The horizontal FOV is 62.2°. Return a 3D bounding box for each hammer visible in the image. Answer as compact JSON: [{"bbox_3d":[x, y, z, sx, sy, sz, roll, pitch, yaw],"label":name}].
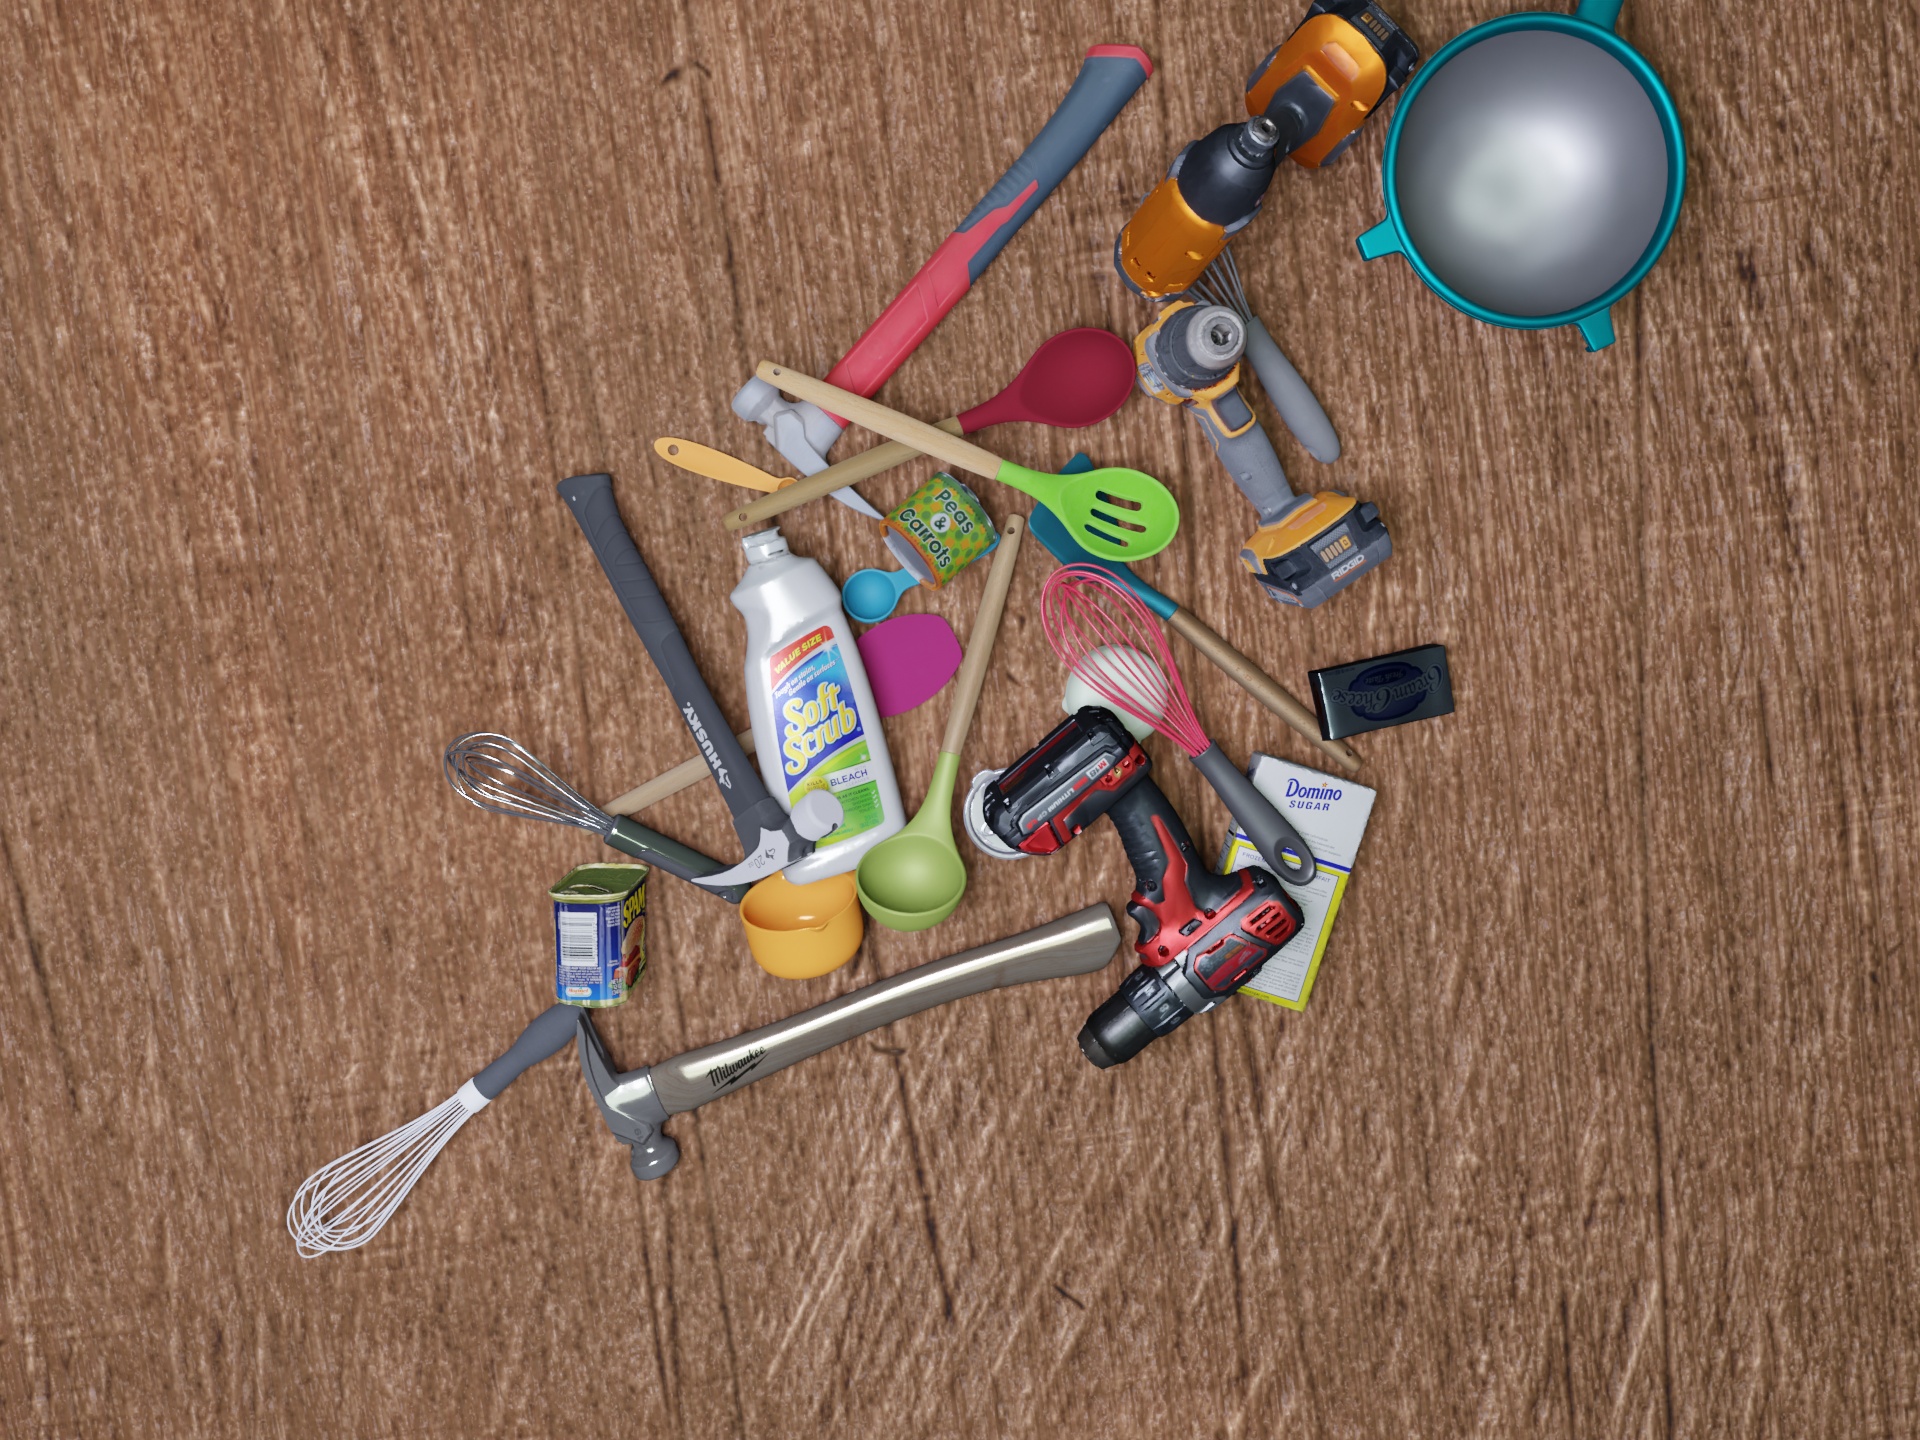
[{"bbox_3d":[-0.207,-0.036,1.151,0.146,0.035,0.335,-38,77,40],"label":"hammer"},{"bbox_3d":[-0.080,0.213,1.196,0.410,0.038,0.146,-20,109,0],"label":"hammer"},{"bbox_3d":[0.012,-0.326,1.160,0.143,0.038,0.386,42,94,-4],"label":"hammer"}]

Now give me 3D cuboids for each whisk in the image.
[{"bbox_3d":[0.160,0.007,1.141,0.073,0.073,0.295,-40,98,3],"label":"whisk"},{"bbox_3d":[-0.395,0.305,1.210,0.284,0.070,0.070,-40,94,-2],"label":"whisk"},{"bbox_3d":[0.206,-0.286,1.162,0.055,0.055,0.239,-36,99,3],"label":"whisk"},{"bbox_3d":[-0.265,0.077,1.174,0.246,0.057,0.059,28,50,-16],"label":"whisk"}]

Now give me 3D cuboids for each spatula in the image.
[{"bbox_3d":[0.181,-0.066,1.178,0.317,0.044,0.082,39,62,-5],"label":"spatula"}]

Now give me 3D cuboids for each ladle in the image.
[{"bbox_3d":[-0.002,-0.004,1.145,0.078,0.062,0.320,14,79,11],"label":"ladle"},{"bbox_3d":[-0.024,-0.201,1.142,0.315,0.031,0.069,-23,97,-1],"label":"ladle"}]

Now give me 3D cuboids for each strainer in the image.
[{"bbox_3d":[0.413,-0.438,1.123,0.211,0.095,0.340,20,93,-4],"label":"strainer"}]

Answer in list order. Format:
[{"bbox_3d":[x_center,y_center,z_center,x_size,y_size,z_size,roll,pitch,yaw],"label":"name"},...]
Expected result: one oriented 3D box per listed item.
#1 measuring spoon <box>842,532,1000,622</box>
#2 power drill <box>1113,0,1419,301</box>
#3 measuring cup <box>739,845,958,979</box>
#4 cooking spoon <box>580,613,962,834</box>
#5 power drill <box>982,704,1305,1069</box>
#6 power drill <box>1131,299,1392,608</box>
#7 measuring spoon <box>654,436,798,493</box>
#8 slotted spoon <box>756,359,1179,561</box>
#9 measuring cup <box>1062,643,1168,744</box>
[{"bbox_3d":[-0.028,-0.109,1.192,0.128,0.021,0.042,-25,74,-6],"label":"measuring spoon"},{"bbox_3d":[0.208,-0.390,1.058,0.084,0.164,0.226,43,67,-4],"label":"power drill"},{"bbox_3d":[-0.078,0.140,1.190,0.173,0.095,0.052,-17,117,-20],"label":"measuring cup"},{"bbox_3d":[-0.146,0.009,1.199,0.319,0.017,0.068,-27,105,2],"label":"cooking spoon"},{"bbox_3d":[0.111,0.123,1.131,0.188,0.080,0.226,-41,101,4],"label":"power drill"},{"bbox_3d":[0.205,-0.190,1.100,0.084,0.185,0.226,-35,97,1],"label":"power drill"},{"bbox_3d":[-0.173,-0.187,1.188,0.117,0.011,0.021,20,95,2],"label":"measuring spoon"},{"bbox_3d":[0.004,-0.188,1.119,0.313,0.031,0.070,22,77,-3],"label":"slotted spoon"},{"bbox_3d":[0.127,0.026,1.189,0.083,0.038,0.167,-12,93,1],"label":"measuring cup"}]
